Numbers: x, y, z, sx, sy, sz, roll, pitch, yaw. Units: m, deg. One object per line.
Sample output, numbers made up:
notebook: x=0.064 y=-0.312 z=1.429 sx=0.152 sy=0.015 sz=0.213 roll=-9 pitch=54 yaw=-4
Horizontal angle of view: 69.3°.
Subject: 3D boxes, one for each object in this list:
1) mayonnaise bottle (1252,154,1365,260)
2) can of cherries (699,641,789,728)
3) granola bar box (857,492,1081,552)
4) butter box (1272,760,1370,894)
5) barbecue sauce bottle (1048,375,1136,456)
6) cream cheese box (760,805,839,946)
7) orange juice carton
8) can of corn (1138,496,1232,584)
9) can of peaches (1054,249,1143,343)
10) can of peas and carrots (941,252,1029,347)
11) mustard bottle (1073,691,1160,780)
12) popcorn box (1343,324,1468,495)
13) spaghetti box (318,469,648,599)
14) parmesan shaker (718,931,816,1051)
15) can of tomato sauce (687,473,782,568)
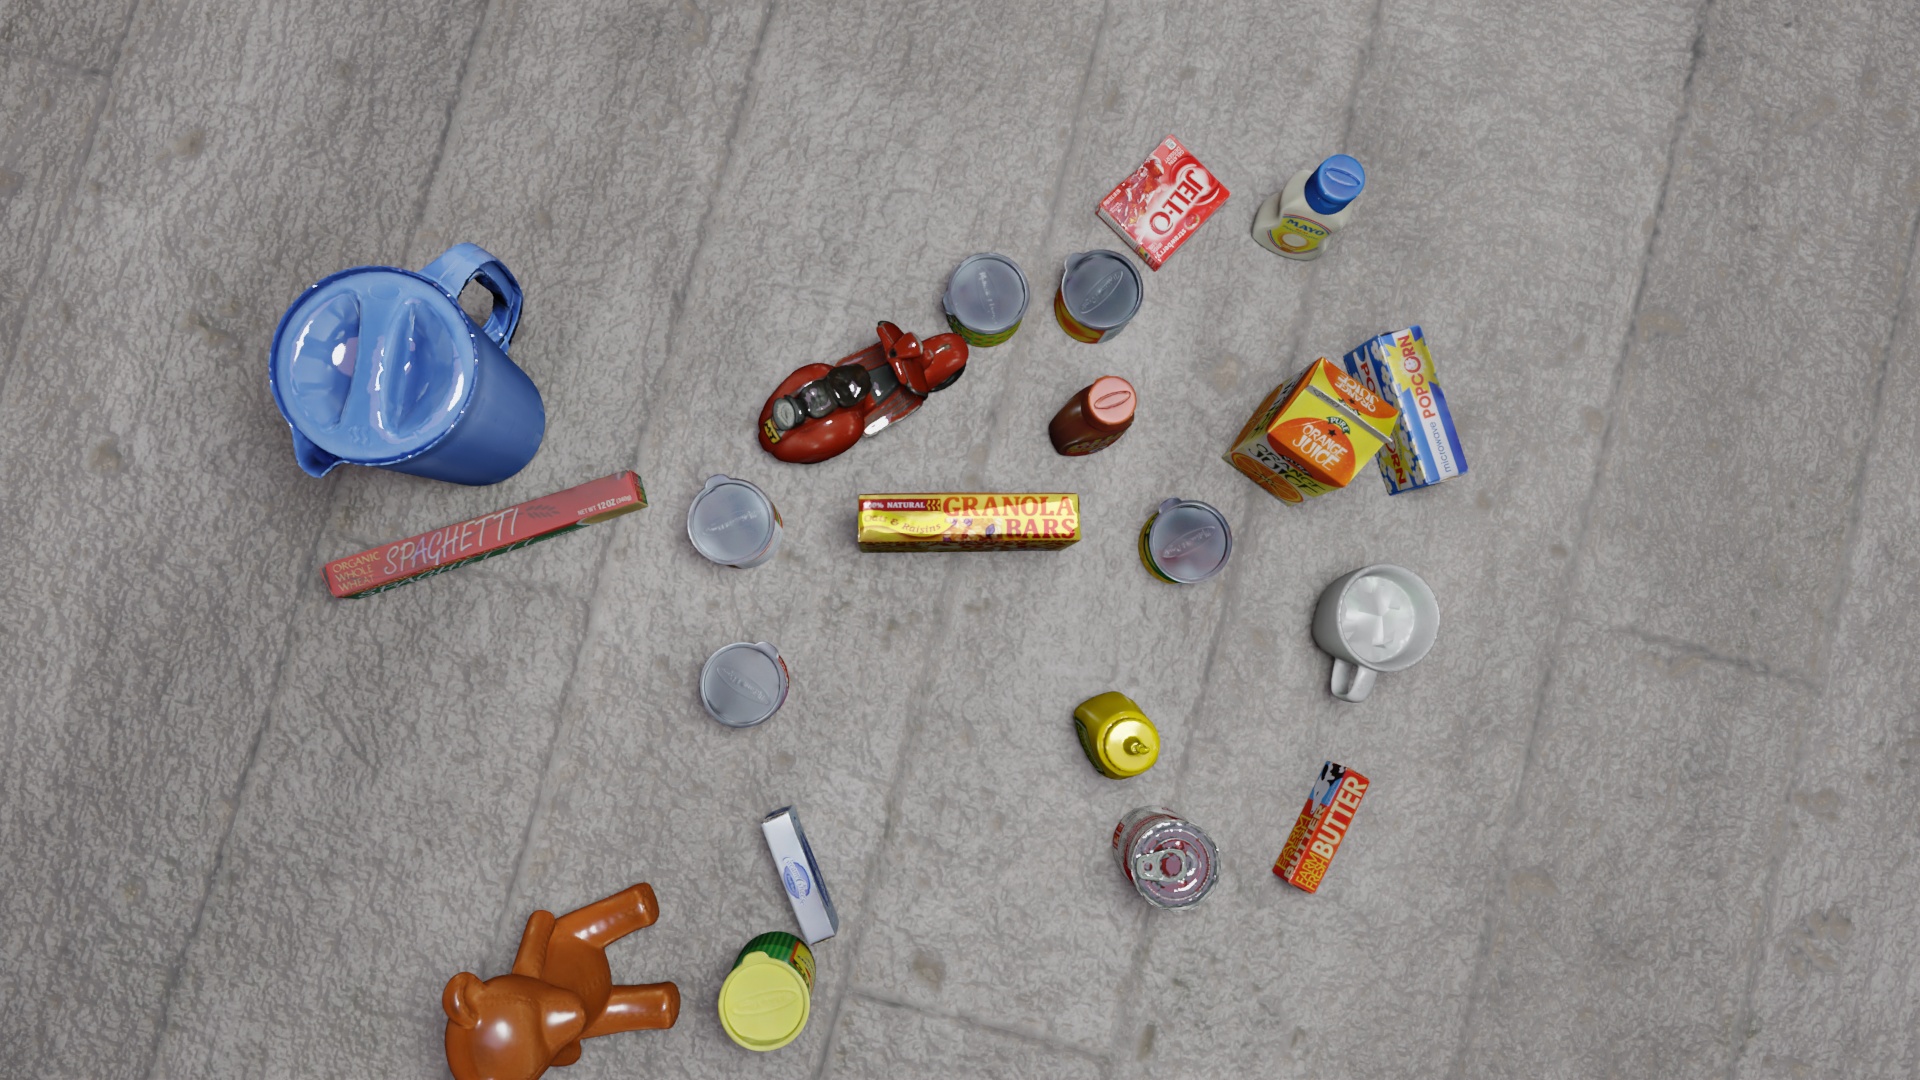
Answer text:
mayonnaise bottle: x=0.280 y=-0.265 z=1.105 sx=0.065 sy=0.148 sz=0.041 roll=21 pitch=85 yaw=-1
can of cherries: x=-0.168 y=0.111 z=1.098 sx=0.071 sy=0.058 sz=0.071 roll=0 pitch=86 yaw=-3
granola bar box: x=0.004 y=-0.014 z=1.083 sx=0.166 sy=0.124 sz=0.039 roll=-1 pitch=86 yaw=-3
butter box: x=0.288 y=0.229 z=1.113 sx=0.024 sy=0.053 sz=0.103 roll=28 pitch=85 yaw=0
barbecue sauce bottle: x=0.107 y=-0.098 z=1.083 sx=0.065 sy=0.148 sz=0.043 roll=-19 pitch=87 yaw=-4
cream cheese box: x=-0.125 y=0.261 z=1.090 sx=0.024 sy=0.053 sz=0.104 roll=-22 pitch=87 yaw=-4
orange juice carton: x=0.270 y=-0.083 z=1.067 sx=0.072 sy=0.192 sz=0.073 roll=36 pitch=85 yaw=0
can of corn: x=0.179 y=0.000 z=1.124 sx=0.071 sy=0.058 sz=0.071 roll=0 pitch=86 yaw=-3
can of peaches: x=0.111 y=-0.200 z=1.137 sx=0.071 sy=0.058 sz=0.071 roll=0 pitch=86 yaw=-3
can of peas and carrots: x=0.019 y=-0.194 z=1.132 sx=0.071 sy=0.058 sz=0.071 roll=0 pitch=86 yaw=-3
mustard bottle: x=0.122 y=0.151 z=1.057 sx=0.049 sy=0.160 sz=0.065 roll=-23 pitch=87 yaw=-4
popcorn box: x=0.360 y=-0.104 z=1.127 sx=0.038 sy=0.085 sz=0.126 roll=-17 pitch=86 yaw=-4
spaghetti box: x=-0.374 y=-0.004 z=1.102 sx=0.250 sy=0.050 sz=0.028 roll=-18 pitch=87 yaw=-4
parmesan shaker: x=-0.145 y=0.338 z=1.058 sx=0.071 sy=0.103 sz=0.071 roll=0 pitch=86 yaw=-3
can of tomato sauce: x=-0.177 y=-0.013 z=1.095 sx=0.071 sy=0.083 sz=0.071 roll=0 pitch=86 yaw=-3
